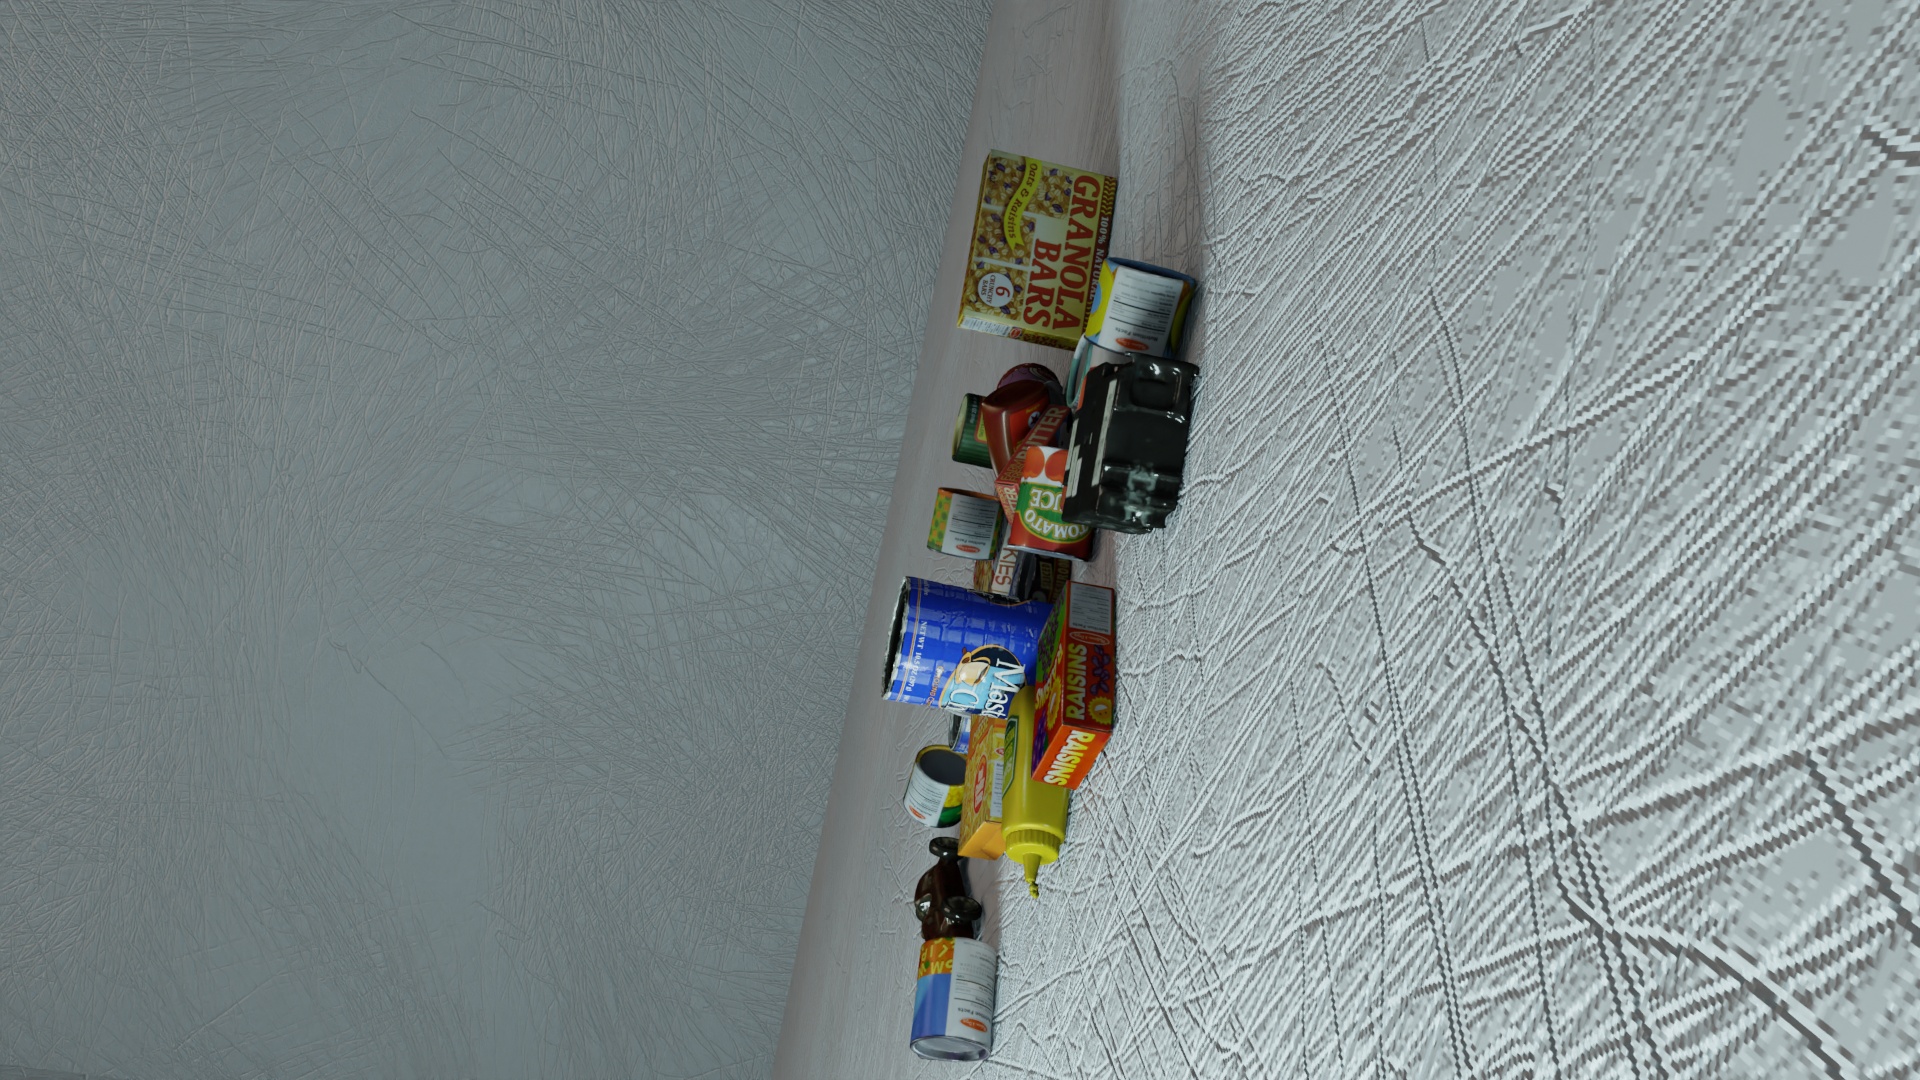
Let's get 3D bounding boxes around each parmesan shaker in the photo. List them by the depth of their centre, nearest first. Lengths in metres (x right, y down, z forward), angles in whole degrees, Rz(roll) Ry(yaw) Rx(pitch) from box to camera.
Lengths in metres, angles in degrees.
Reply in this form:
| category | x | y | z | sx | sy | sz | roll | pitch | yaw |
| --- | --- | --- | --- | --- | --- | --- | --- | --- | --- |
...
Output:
| category | x | y | z | sx | sy | sz | roll | pitch | yaw |
| --- | --- | --- | --- | --- | --- | --- | --- | --- | --- |
| parmesan shaker | 0.048 | -0.092 | 1.280 | 0.071 | 0.103 | 0.071 | -166 | 87 | -82 |

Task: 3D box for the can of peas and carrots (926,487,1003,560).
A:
| category | x | y | z | sx | sy | sz | roll | pitch | yaw |
| --- | --- | --- | --- | --- | --- | --- | --- | --- | --- |
| can of peas and carrots | 0.005 | -0.017 | 1.318 | 0.071 | 0.071 | 0.058 | -125 | 46 | -79 |

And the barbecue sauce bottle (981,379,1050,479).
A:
| category | x | y | z | sx | sy | sz | roll | pitch | yaw |
| --- | --- | --- | --- | --- | --- | --- | --- | --- | --- |
| barbecue sauce bottle | 0.057 | -0.064 | 1.228 | 0.044 | 0.065 | 0.147 | 19 | 130 | 42 |

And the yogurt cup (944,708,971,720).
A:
| category | x | y | z | sx | sy | sz | roll | pitch | yaw |
| --- | --- | --- | --- | --- | --- | --- | --- | --- | --- |
| yogurt cup | 0.015 | 0.139 | 1.354 | 0.072 | 0.072 | 0.054 | 118 | 169 | -66 |

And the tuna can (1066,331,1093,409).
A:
| category | x | y | z | sx | sy | sz | roll | pitch | yaw |
| --- | --- | --- | --- | --- | --- | --- | --- | --- | --- |
| tuna can | 0.111 | -0.135 | 1.145 | 0.071 | 0.033 | 0.071 | -166 | 87 | -83 |

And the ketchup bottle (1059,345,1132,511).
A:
| category | x | y | z | sx | sy | sz | roll | pitch | yaw |
| --- | --- | --- | --- | --- | --- | --- | --- | --- | --- |
| ketchup bottle | 0.109 | -0.092 | 1.058 | 0.064 | 0.043 | 0.149 | 150 | 130 | -79 |

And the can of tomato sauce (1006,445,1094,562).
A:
| category | x | y | z | sx | sy | sz | roll | pitch | yaw |
| --- | --- | --- | --- | --- | --- | --- | --- | --- | --- |
| can of tomato sauce | 0.078 | -0.029 | 1.114 | 0.071 | 0.071 | 0.083 | 172 | 110 | -82 |

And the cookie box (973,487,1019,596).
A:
| category | x | y | z | sx | sy | sz | roll | pitch | yaw |
| --- | --- | --- | --- | --- | --- | --- | --- | --- | --- |
| cookie box | 0.050 | 0.000 | 1.378 | 0.123 | 0.040 | 0.166 | -92 | 14 | -59 |

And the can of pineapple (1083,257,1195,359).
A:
| category | x | y | z | sx | sy | sz | roll | pitch | yaw |
| --- | --- | --- | --- | --- | --- | --- | --- | --- | --- |
| can of pineapple | 0.124 | -0.161 | 0.964 | 0.071 | 0.071 | 0.057 | -101 | 23 | -70 |

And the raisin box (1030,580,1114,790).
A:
| category | x | y | z | sx | sy | sz | roll | pitch | yaw |
| --- | --- | --- | --- | --- | --- | --- | --- | --- | --- |
| raisin box | 0.082 | 0.104 | 1.004 | 0.085 | 0.040 | 0.124 | 111 | 168 | -50 |

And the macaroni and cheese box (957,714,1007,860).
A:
| category | x | y | z | sx | sy | sz | roll | pitch | yaw |
| --- | --- | --- | --- | --- | --- | --- | --- | --- | --- |
| macaroni and cheese box | 0.035 | 0.185 | 1.227 | 0.123 | 0.040 | 0.167 | 115 | 164 | -62 |

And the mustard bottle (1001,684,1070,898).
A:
| category | x | y | z | sx | sy | sz | roll | pitch | yaw |
| --- | --- | --- | --- | --- | --- | --- | --- | --- | --- |
| mustard bottle | 0.056 | 0.188 | 1.035 | 0.065 | 0.049 | 0.161 | 108 | 170 | -52 |

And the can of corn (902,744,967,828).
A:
| category | x | y | z | sx | sy | sz | roll | pitch | yaw |
| --- | --- | --- | --- | --- | --- | --- | --- | --- | --- |
| can of corn | -0.020 | 0.254 | 1.445 | 0.071 | 0.071 | 0.058 | -92 | 15 | -58 |

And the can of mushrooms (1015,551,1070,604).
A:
| category | x | y | z | sx | sy | sz | roll | pitch | yaw |
| --- | --- | --- | --- | --- | --- | --- | --- | --- | --- |
| can of mushrooms | 0.071 | 0.035 | 1.197 | 0.071 | 0.033 | 0.071 | -166 | 87 | -83 |

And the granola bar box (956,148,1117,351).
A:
| category | x | y | z | sx | sy | sz | roll | pitch | yaw |
| --- | --- | --- | --- | --- | --- | --- | --- | --- | --- |
| granola bar box | 0.071 | -0.265 | 1.279 | 0.039 | 0.124 | 0.166 | 131 | 149 | -75 |

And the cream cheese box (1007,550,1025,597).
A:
| category | x | y | z | sx | sy | sz | roll | pitch | yaw |
| --- | --- | --- | --- | --- | --- | --- | --- | --- | --- |
| cream cheese box | 0.060 | 0.054 | 1.286 | 0.053 | 0.024 | 0.103 | -117 | 39 | -78 |

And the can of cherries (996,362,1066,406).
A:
| category | x | y | z | sx | sy | sz | roll | pitch | yaw |
| --- | --- | --- | --- | --- | --- | --- | --- | --- | --- |
| can of cherries | 0.070 | -0.133 | 1.336 | 0.058 | 0.071 | 0.071 | -93 | 16 | -65 |

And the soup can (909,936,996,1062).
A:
| category | x | y | z | sx | sy | sz | roll | pitch | yaw |
| --- | --- | --- | --- | --- | --- | --- | --- | --- | --- |
| soup can | -0.007 | 0.380 | 1.147 | 0.071 | 0.071 | 0.084 | 111 | 168 | -53 |

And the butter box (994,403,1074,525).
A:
| category | x | y | z | sx | sy | sz | roll | pitch | yaw |
| --- | --- | --- | --- | --- | --- | --- | --- | --- | --- |
| butter box | 0.068 | -0.063 | 1.178 | 0.104 | 0.024 | 0.053 | -55 | -39 | -33 |
